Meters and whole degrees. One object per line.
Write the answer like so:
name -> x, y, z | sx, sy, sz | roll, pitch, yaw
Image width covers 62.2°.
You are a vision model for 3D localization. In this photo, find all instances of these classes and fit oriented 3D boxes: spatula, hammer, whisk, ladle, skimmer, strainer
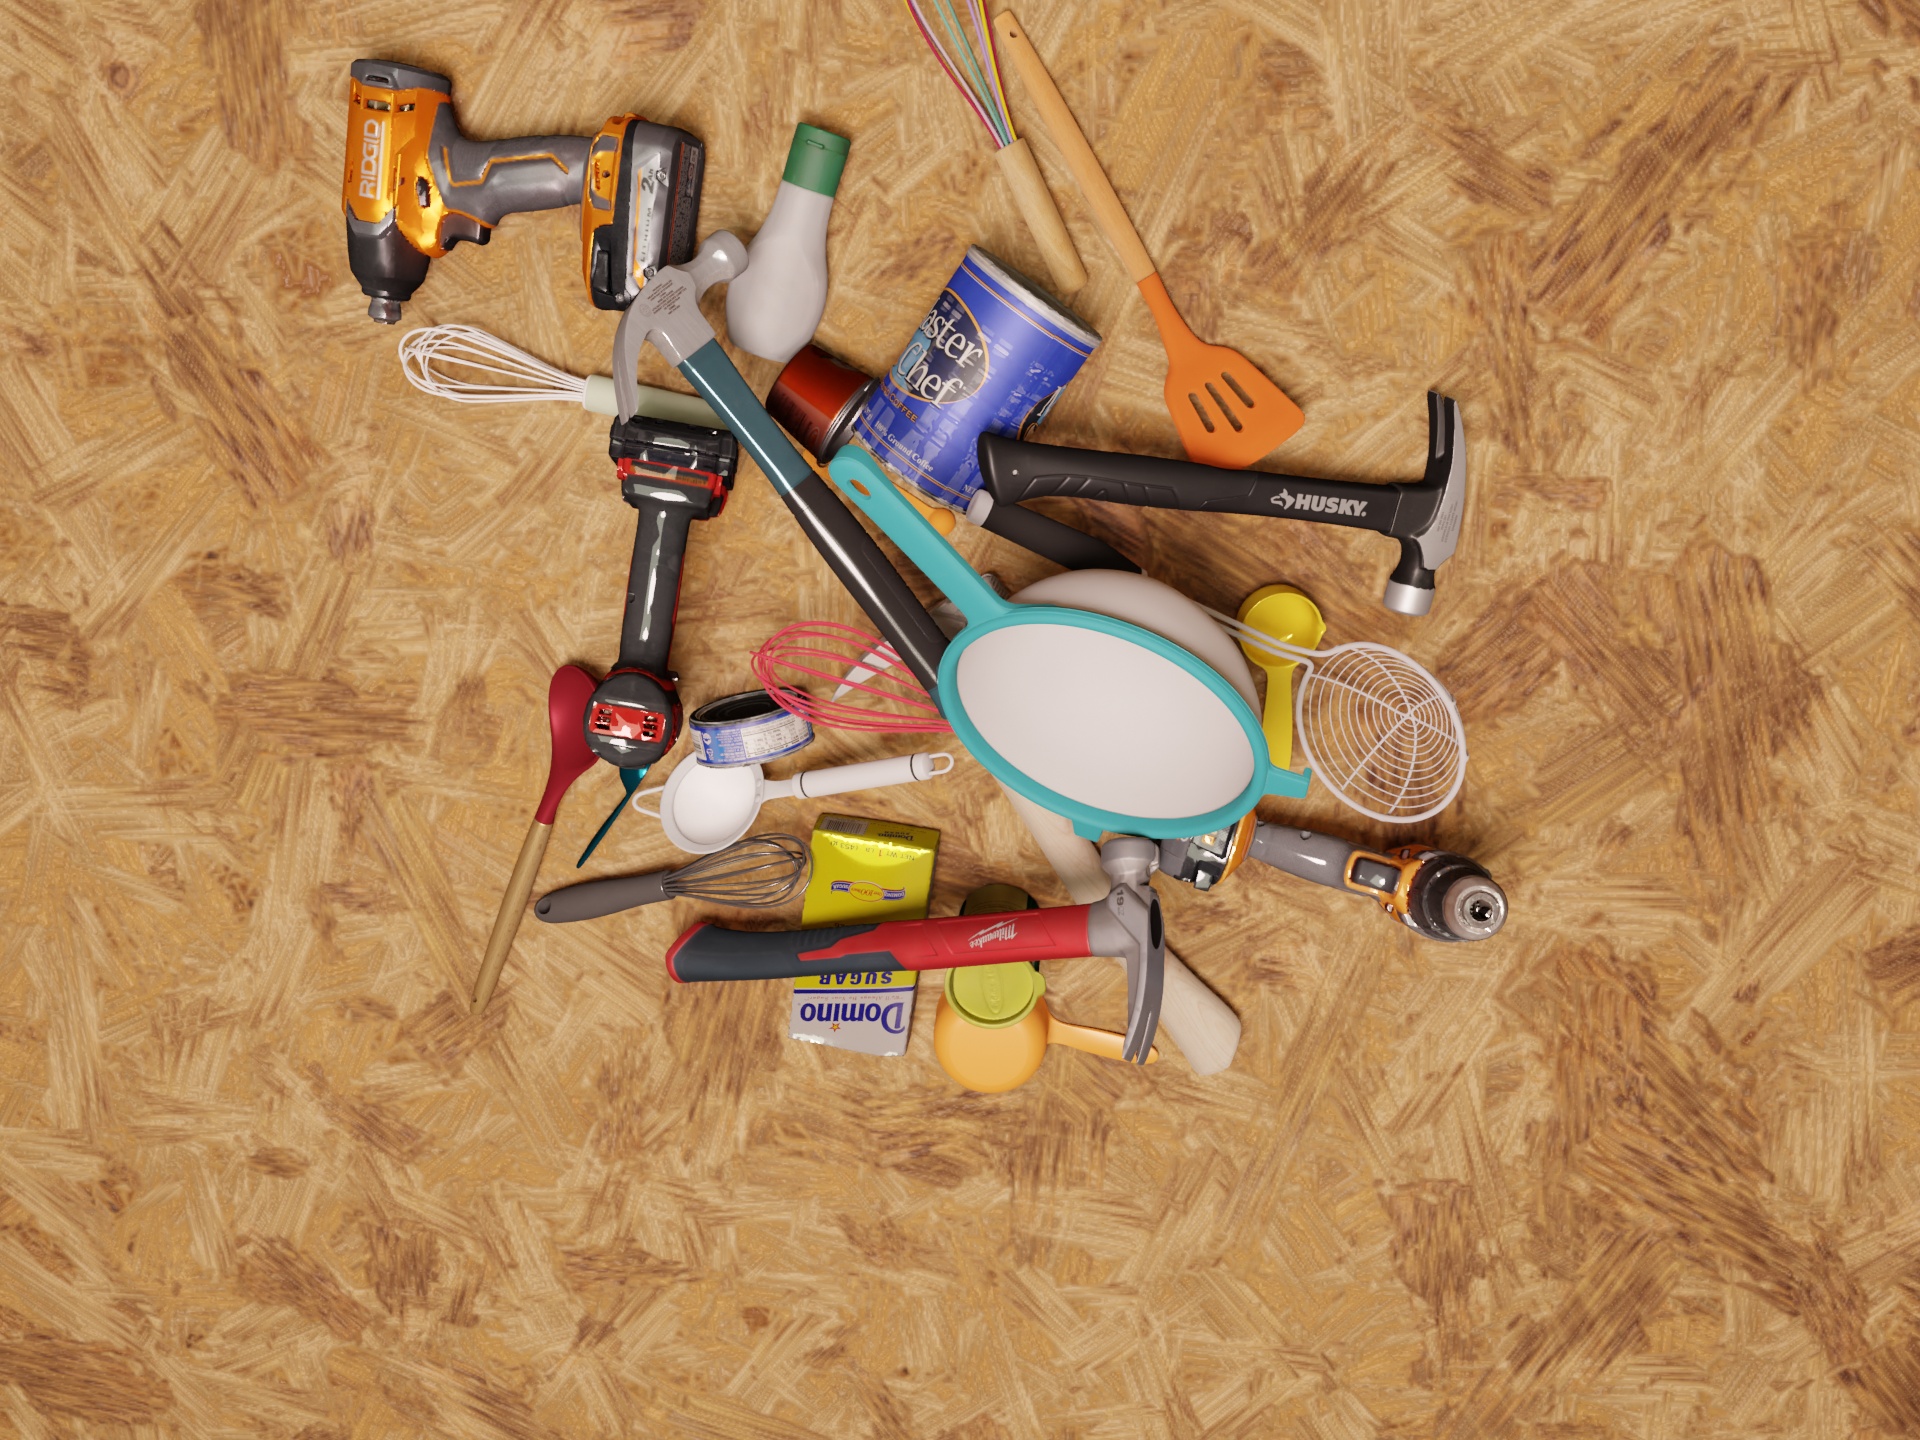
spatula -> 0.110, -0.308, 1.023 | 0.081, 0.041, 0.322 | -32, 101, 1
hammer -> -0.044, 0.170, 1.095 | 0.386, 0.038, 0.143 | -9, 66, 28
whisk -> -0.262, -0.225, 1.086 | 0.246, 0.058, 0.059 | 12, 143, -2
ladle -> -0.322, 0.097, 1.199 | 0.069, 0.031, 0.315 | 38, 115, 30
hammer -> 0.072, 0.099, 1.160 | 0.146, 0.038, 0.410 | -31, 103, 15
whisk -> 0.024, -0.386, 1.006 | 0.047, 0.051, 0.244 | -26, 107, 7
whisk -> -0.216, 0.125, 1.179 | 0.239, 0.055, 0.055 | -12, 107, 21
skimmer -> 0.164, -0.044, 1.033 | 0.363, 0.090, 0.127 | 24, 142, -14
whisk -> -0.002, -0.003, 1.086 | 0.296, 0.073, 0.073 | 18, 109, -4
strainer -> 0.057, -0.065, 0.964 | 0.340, 0.095, 0.211 | 44, 143, -24
strainer -> -0.117, 0.049, 1.131 | 0.258, 0.050, 0.087 | -10, 63, 27
hammer -> -0.094, -0.140, 1.006 | 0.128, 0.033, 0.331 | -44, 105, -23
hammer -> 0.171, -0.152, 1.015 | 0.334, 0.035, 0.146 | 4, 111, -16

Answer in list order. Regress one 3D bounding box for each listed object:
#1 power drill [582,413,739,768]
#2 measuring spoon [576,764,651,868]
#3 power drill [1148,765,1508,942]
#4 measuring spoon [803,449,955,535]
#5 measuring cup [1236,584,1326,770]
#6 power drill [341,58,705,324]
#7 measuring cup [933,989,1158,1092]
power drill -> -0.206, -0.081, 1.076 | 0.080, 0.188, 0.227 | 9, 91, -8
measuring spoon -> -0.261, 0.061, 1.180 | 0.021, 0.042, 0.128 | 33, 115, -12
power drill -> 0.246, 0.095, 1.066 | 0.226, 0.185, 0.084 | 17, 91, 3
measuring spoon -> -0.057, -0.159, 1.102 | 0.117, 0.011, 0.021 | 27, 108, -3
measuring cup -> 0.220, -0.023, 1.117 | 0.062, 0.029, 0.156 | -5, 120, -2
power drill -> -0.291, -0.326, 1.033 | 0.226, 0.084, 0.164 | 12, 105, 5
measuring cup -> 0.064, 0.246, 1.198 | 0.173, 0.052, 0.095 | 12, 108, 4
